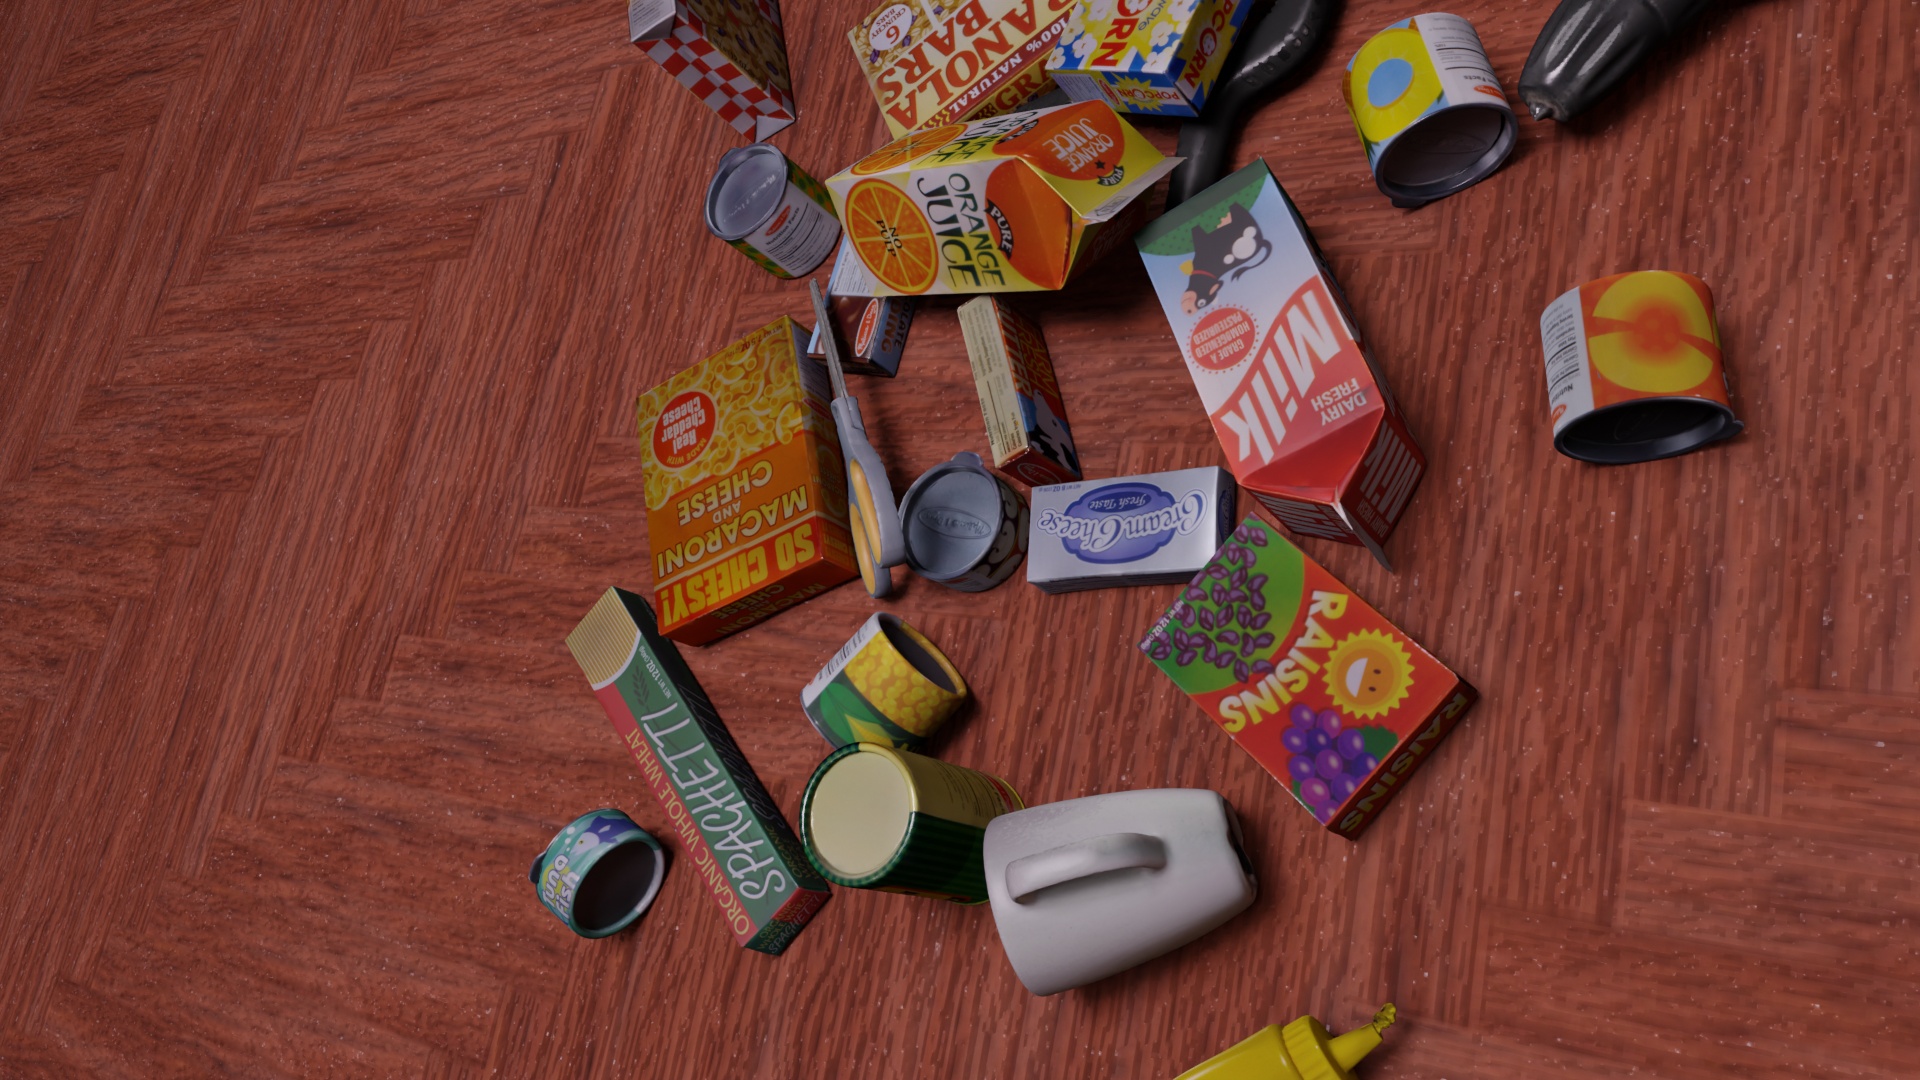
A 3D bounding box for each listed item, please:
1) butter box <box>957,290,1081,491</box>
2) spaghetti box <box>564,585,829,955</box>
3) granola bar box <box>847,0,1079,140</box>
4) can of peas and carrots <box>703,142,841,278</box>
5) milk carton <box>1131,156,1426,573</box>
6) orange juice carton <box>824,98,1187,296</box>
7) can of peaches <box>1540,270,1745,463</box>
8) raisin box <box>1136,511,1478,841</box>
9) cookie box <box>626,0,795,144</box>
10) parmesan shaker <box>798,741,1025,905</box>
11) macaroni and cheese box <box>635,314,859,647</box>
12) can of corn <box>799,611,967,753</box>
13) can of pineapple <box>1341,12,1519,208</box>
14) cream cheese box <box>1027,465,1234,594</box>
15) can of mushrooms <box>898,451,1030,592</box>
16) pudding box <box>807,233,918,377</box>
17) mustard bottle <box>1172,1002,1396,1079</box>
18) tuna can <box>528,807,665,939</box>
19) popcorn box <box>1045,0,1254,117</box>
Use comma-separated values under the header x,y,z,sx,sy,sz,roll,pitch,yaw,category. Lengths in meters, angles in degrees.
x,y,z,sx,sy,sz,roll,pitch,yaw,category
0.031,-0.078,0.736,0.024,0.053,0.104,-27,60,26,butter box
-0.156,0.124,0.797,0.050,0.028,0.251,-48,54,10,spaghetti box
0.020,-0.308,0.834,0.165,0.039,0.124,-34,58,19,granola bar box
-0.119,-0.208,0.875,0.071,0.058,0.071,-12,66,29,can of peas and carrots
0.153,-0.075,0.643,0.073,0.072,0.191,-29,60,21,milk carton
0.024,-0.177,0.726,0.192,0.072,0.072,9,40,46,orange juice carton
0.277,-0.070,0.567,0.071,0.071,0.058,-10,68,30,can of peaches
0.151,0.058,0.617,0.086,0.040,0.124,-50,53,7,raisin box
-0.170,-0.367,0.925,0.040,0.123,0.168,-23,62,24,cookie box
-0.023,0.134,0.661,0.071,0.103,0.071,-12,67,30,parmesan shaker
-0.130,-0.035,0.831,0.123,0.040,0.167,-24,61,23,macaroni and cheese box
-0.037,0.081,0.715,0.058,0.071,0.071,-47,55,10,can of corn
0.218,-0.202,0.653,0.071,0.071,0.058,-23,62,24,can of pineapple
0.084,-0.004,0.692,0.103,0.024,0.053,-6,71,31,cream cheese box
0.003,-0.009,0.741,0.071,0.033,0.071,-12,67,30,can of mushrooms
-0.055,-0.141,0.827,0.049,0.030,0.084,9,78,34,pudding box
0.112,0.237,0.564,0.160,0.065,0.049,-39,53,11,mustard bottle
-0.203,0.187,0.778,0.033,0.071,0.071,26,88,35,tuna can
0.109,-0.286,0.722,0.085,0.038,0.127,21,83,44,popcorn box
